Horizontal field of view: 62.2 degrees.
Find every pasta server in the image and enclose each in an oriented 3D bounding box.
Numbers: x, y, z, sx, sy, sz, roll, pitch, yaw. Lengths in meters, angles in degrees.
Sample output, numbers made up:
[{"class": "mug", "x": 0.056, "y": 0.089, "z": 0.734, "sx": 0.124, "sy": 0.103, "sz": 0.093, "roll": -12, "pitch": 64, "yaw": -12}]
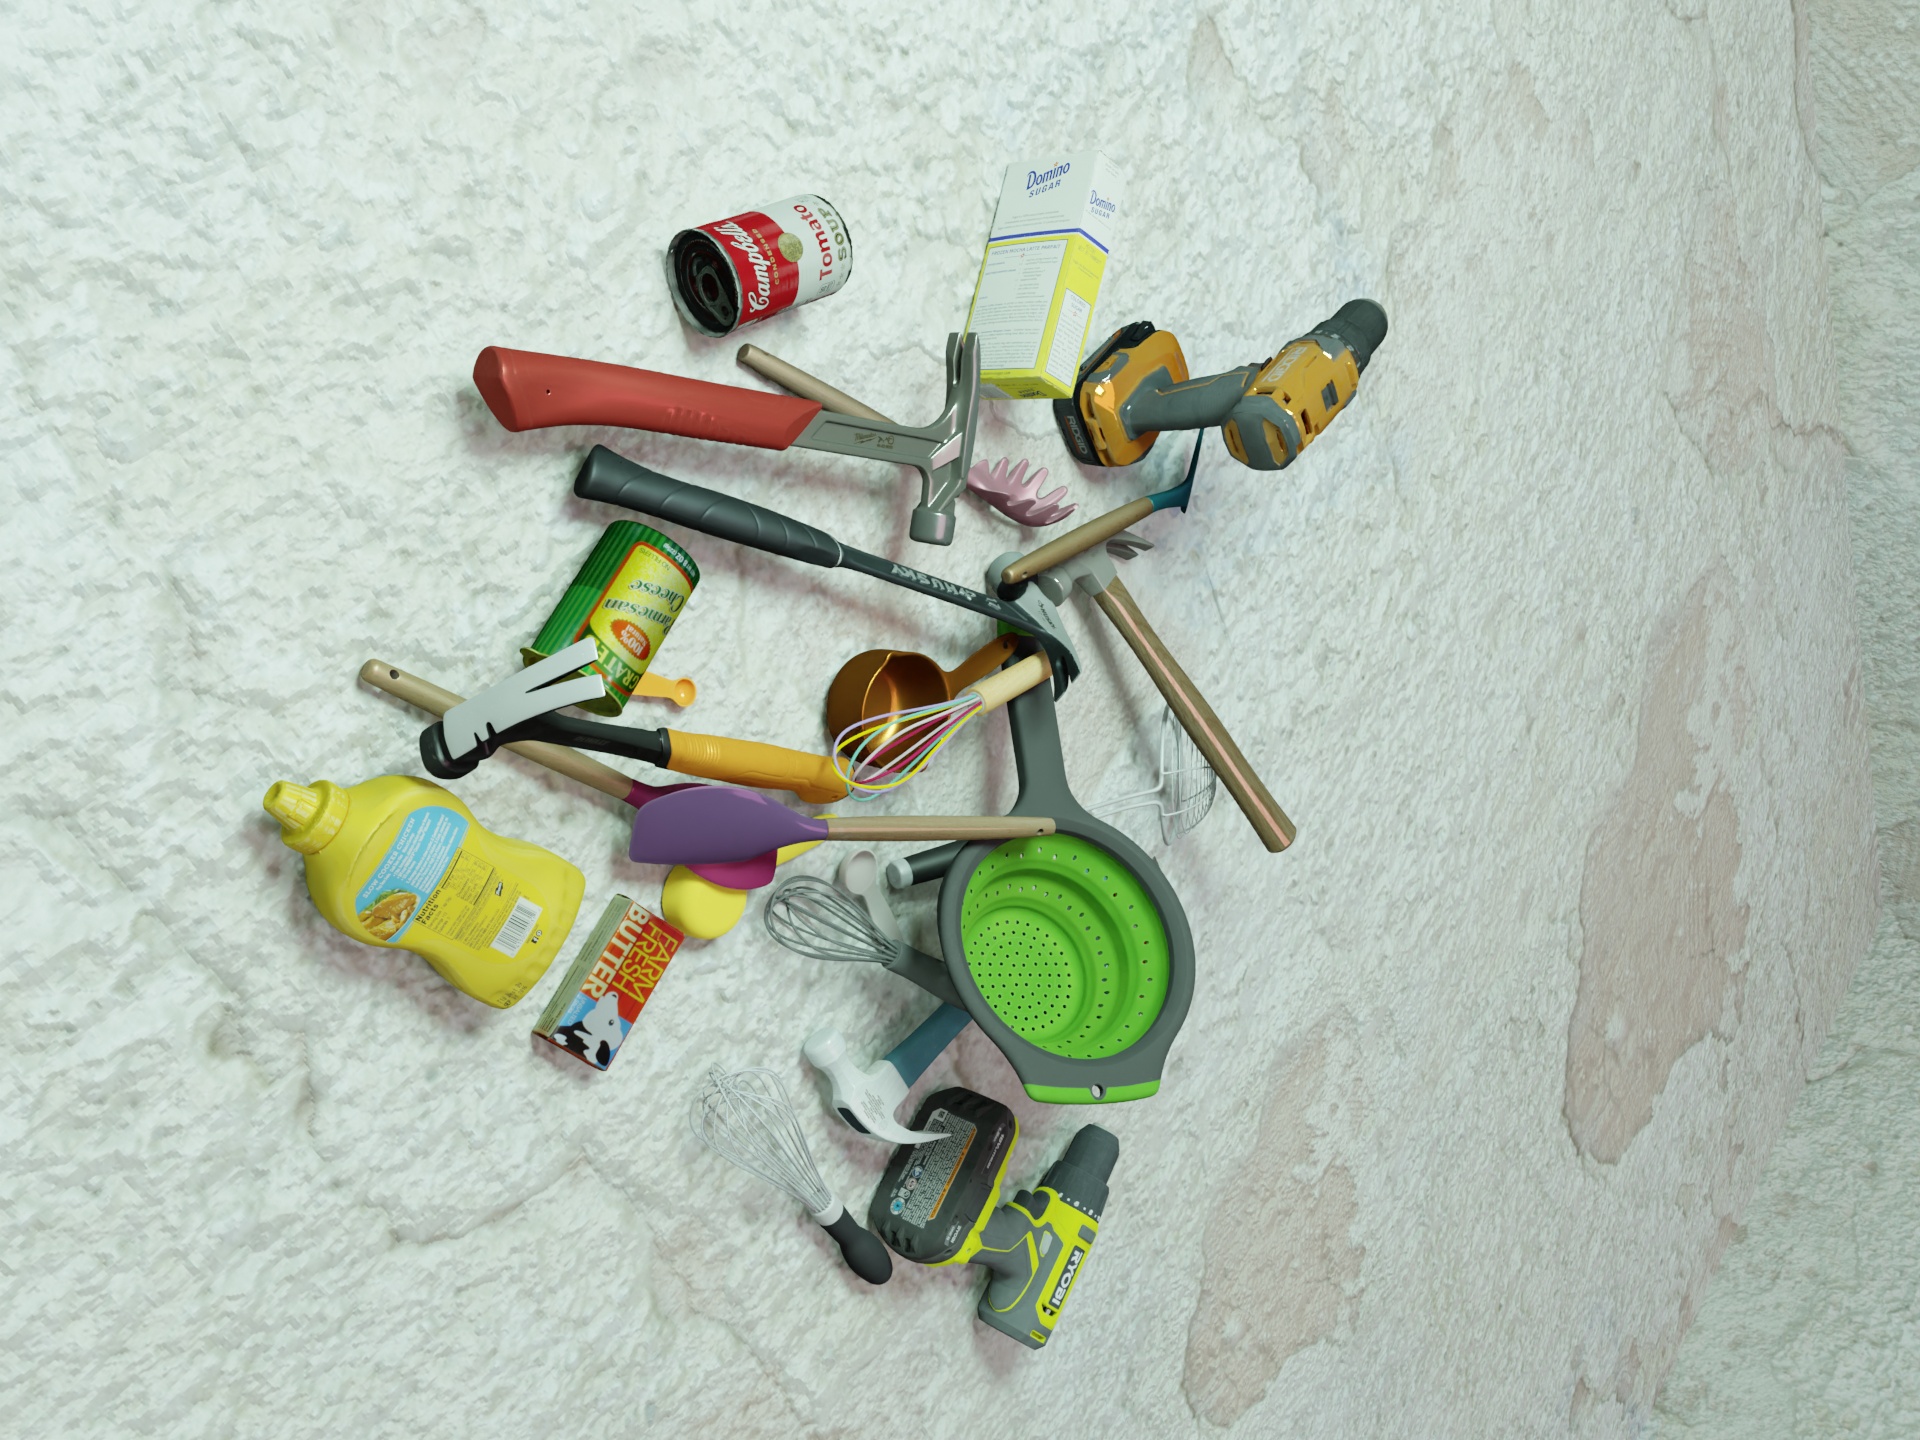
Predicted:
[{"class": "pasta server", "x": -0.031, "y": -0.205, "z": 1.149, "sx": 0.316, "sy": 0.060, "sz": 0.040, "roll": 22, "pitch": 120, "yaw": -43}]

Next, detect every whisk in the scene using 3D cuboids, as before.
[{"class": "whisk", "x": -0.050, "y": 0.175, "z": 1.167, "sx": 0.238, "sy": 0.055, "sz": 0.055, "roll": 32, "pitch": 74, "yaw": -35}, {"class": "whisk", "x": 0.000, "y": -0.002, "z": 1.139, "sx": 0.245, "sy": 0.047, "sz": 0.051, "roll": -29, "pitch": 116, "yaw": -43}, {"class": "whisk", "x": -0.113, "y": 0.336, "z": 1.156, "sx": 0.070, "sy": 0.070, "sz": 0.284, "roll": -52, "pitch": 134, "yaw": -26}]

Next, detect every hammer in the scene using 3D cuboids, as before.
[{"class": "hammer", "x": -0.130, "y": -0.200, "z": 1.002, "sx": 0.359, "sy": 0.037, "sz": 0.149, "roll": 1, "pitch": 99, "yaw": -43}, {"class": "hammer", "x": 0.019, "y": 0.208, "z": 1.266, "sx": 0.331, "sy": 0.033, "sz": 0.128, "roll": -40, "pitch": 108, "yaw": -37}, {"class": "hammer", "x": 0.184, "y": -0.024, "z": 1.330, "sx": 0.331, "sy": 0.031, "sz": 0.130, "roll": 53, "pitch": 46, "yaw": -15}, {"class": "hammer", "x": -0.163, "y": 0.016, "z": 0.987, "sx": 0.336, "sy": 0.127, "sz": 0.034, "roll": 15, "pitch": 54, "yaw": -59}, {"class": "hammer", "x": -0.076, "y": -0.107, "z": 1.079, "sx": 0.408, "sy": 0.149, "sz": 0.036, "roll": 15, "pitch": 124, "yaw": -40}]

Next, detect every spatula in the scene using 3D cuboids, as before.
[{"class": "spatula", "x": 0.125, "y": -0.167, "z": 1.274, "sx": 0.317, "sy": 0.044, "sz": 0.082, "roll": -31, "pitch": 142, "yaw": -43}, {"class": "spatula", "x": -0.069, "y": 0.071, "z": 1.075, "sx": 0.315, "sy": 0.018, "sz": 0.059, "roll": 2, "pitch": 117, "yaw": -31}]

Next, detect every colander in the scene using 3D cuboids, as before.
[{"class": "colander", "x": 0.053, "y": 0.101, "z": 1.205, "sx": 0.204, "sy": 0.094, "sz": 0.397, "roll": 4, "pitch": 63, "yaw": -24}]

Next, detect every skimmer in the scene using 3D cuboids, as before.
[{"class": "skimmer", "x": 0.080, "y": 0.074, "z": 1.320, "sx": 0.363, "sy": 0.090, "sz": 0.127, "roll": -15, "pitch": 110, "yaw": -33}]

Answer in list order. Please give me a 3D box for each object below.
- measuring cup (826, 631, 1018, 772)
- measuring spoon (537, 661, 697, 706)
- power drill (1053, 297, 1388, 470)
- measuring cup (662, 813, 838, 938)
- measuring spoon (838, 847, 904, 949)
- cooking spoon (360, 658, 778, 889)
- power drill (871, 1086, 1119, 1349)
[{"class": "measuring cup", "x": -0.028, "y": -0.027, "z": 1.175, "sx": 0.173, "sy": 0.052, "sz": 0.095, "roll": -35, "pitch": 120, "yaw": -39}, {"class": "measuring spoon", "x": -0.218, "y": -0.027, "z": 1.012, "sx": 0.116, "sy": 0.011, "sz": 0.021, "roll": 13, "pitch": 81, "yaw": -43}, {"class": "power drill", "x": 0.209, "y": -0.269, "z": 1.246, "sx": 0.185, "sy": 0.226, "sz": 0.084, "roll": -47, "pitch": 127, "yaw": -29}, {"class": "measuring cup", "x": -0.136, "y": 0.101, "z": 1.102, "sx": 0.156, "sy": 0.029, "sz": 0.062, "roll": -28, "pitch": 116, "yaw": -38}, {"class": "measuring spoon", "x": -0.066, "y": 0.143, "z": 1.196, "sx": 0.034, "sy": 0.018, "sz": 0.124, "roll": -46, "pitch": 134, "yaw": -32}, {"class": "cooking spoon", "x": -0.229, "y": 0.033, "z": 0.992, "sx": 0.318, "sy": 0.017, "sz": 0.069, "roll": 31, "pitch": 51, "yaw": -40}, {"class": "power drill", "x": 0.042, "y": 0.392, "z": 1.305, "sx": 0.228, "sy": 0.080, "sz": 0.191, "roll": 47, "pitch": 65, "yaw": -43}]
